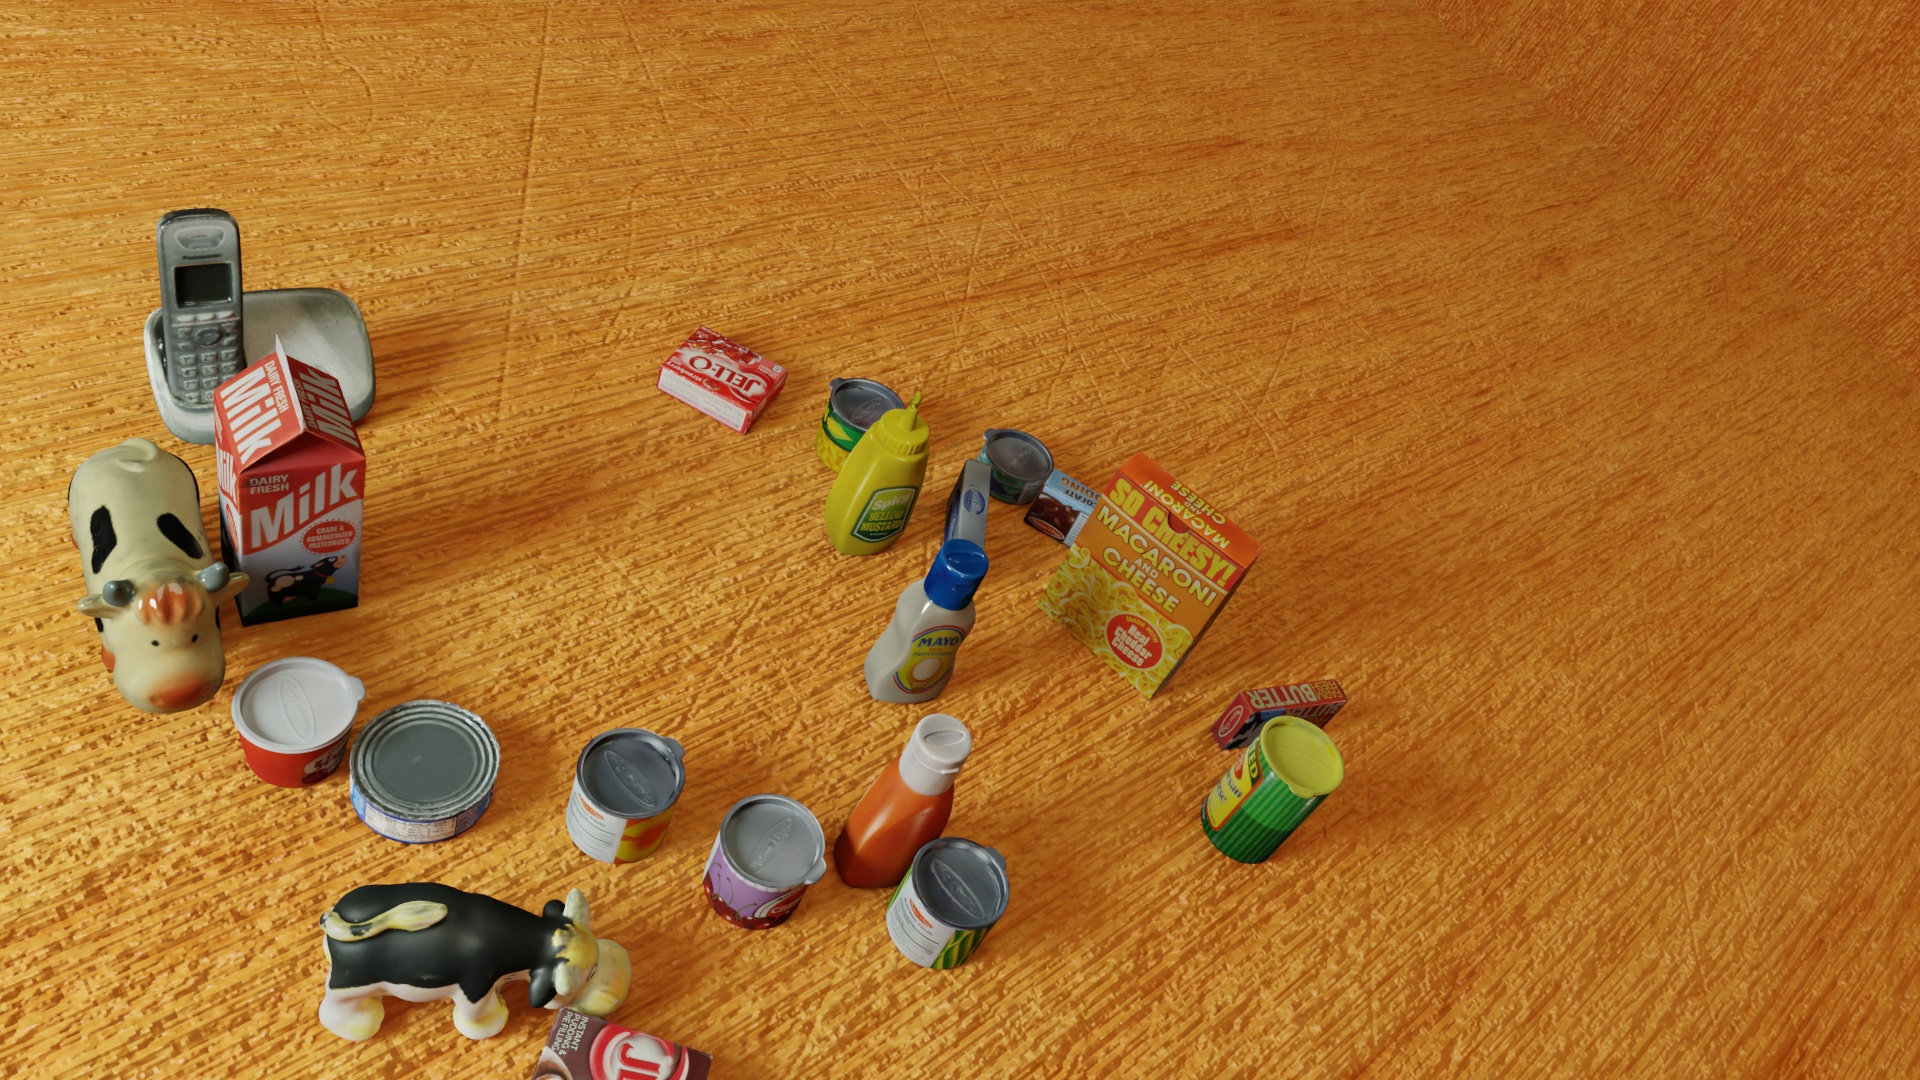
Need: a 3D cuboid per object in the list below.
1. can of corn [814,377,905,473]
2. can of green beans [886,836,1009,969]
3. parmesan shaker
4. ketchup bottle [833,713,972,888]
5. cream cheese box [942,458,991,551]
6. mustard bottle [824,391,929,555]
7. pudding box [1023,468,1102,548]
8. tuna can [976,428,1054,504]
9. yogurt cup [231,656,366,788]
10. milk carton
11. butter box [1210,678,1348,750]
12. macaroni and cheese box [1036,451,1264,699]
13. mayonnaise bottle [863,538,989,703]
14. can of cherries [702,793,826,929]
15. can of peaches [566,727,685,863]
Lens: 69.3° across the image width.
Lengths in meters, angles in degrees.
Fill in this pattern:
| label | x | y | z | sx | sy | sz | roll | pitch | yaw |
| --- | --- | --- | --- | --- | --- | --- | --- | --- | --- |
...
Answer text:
| label | x | y | z | sx | sy | sz | roll | pitch | yaw |
| --- | --- | --- | --- | --- | --- | --- | --- | --- | --- |
| can of corn | -0.089 | -0.097 | 1.186 | 0.071 | 0.058 | 0.071 | 14 | 44 | -13 |
| can of green beans | -0.009 | 0.235 | 0.900 | 0.071 | 0.057 | 0.071 | 14 | 44 | -13 |
| parmesan shaker | 0.228 | 0.188 | 1.027 | 0.071 | 0.102 | 0.072 | 14 | 44 | -13 |
| ketchup bottle | -0.033 | 0.168 | 0.888 | 0.065 | 0.148 | 0.044 | -4 | 51 | -29 |
| cream cheese box | 0.004 | -0.014 | 1.153 | 0.024 | 0.053 | 0.104 | 17 | 43 | -11 |
| mustard bottle | -0.059 | -0.054 | 1.084 | 0.065 | 0.159 | 0.049 | -7 | 52 | -31 |
| pudding box | 0.104 | -0.020 | 1.209 | 0.084 | 0.049 | 0.030 | 30 | 43 | 4 |
| tuna can | 0.045 | -0.067 | 1.240 | 0.071 | 0.032 | 0.071 | 14 | 44 | -13 |
| yogurt cup | -0.399 | 0.112 | 0.836 | 0.072 | 0.053 | 0.073 | 14 | 44 | -13 |
| milk carton | -0.420 | -0.036 | 0.870 | 0.074 | 0.189 | 0.072 | -11 | 54 | -34 |
| butter box | 0.258 | 0.140 | 1.124 | 0.104 | 0.052 | 0.024 | -4 | 50 | -28 |
| macaroni and cheese box | 0.146 | 0.030 | 1.095 | 0.124 | 0.165 | 0.040 | 39 | 44 | 14 |
| mayonnaise bottle | -0.021 | 0.060 | 0.999 | 0.065 | 0.147 | 0.041 | 1 | 48 | -25 |
| can of cherries | -0.123 | 0.205 | 0.875 | 0.071 | 0.058 | 0.072 | 14 | 44 | -13 |
| can of peaches | -0.210 | 0.160 | 0.876 | 0.071 | 0.057 | 0.071 | 14 | 44 | -13 |
